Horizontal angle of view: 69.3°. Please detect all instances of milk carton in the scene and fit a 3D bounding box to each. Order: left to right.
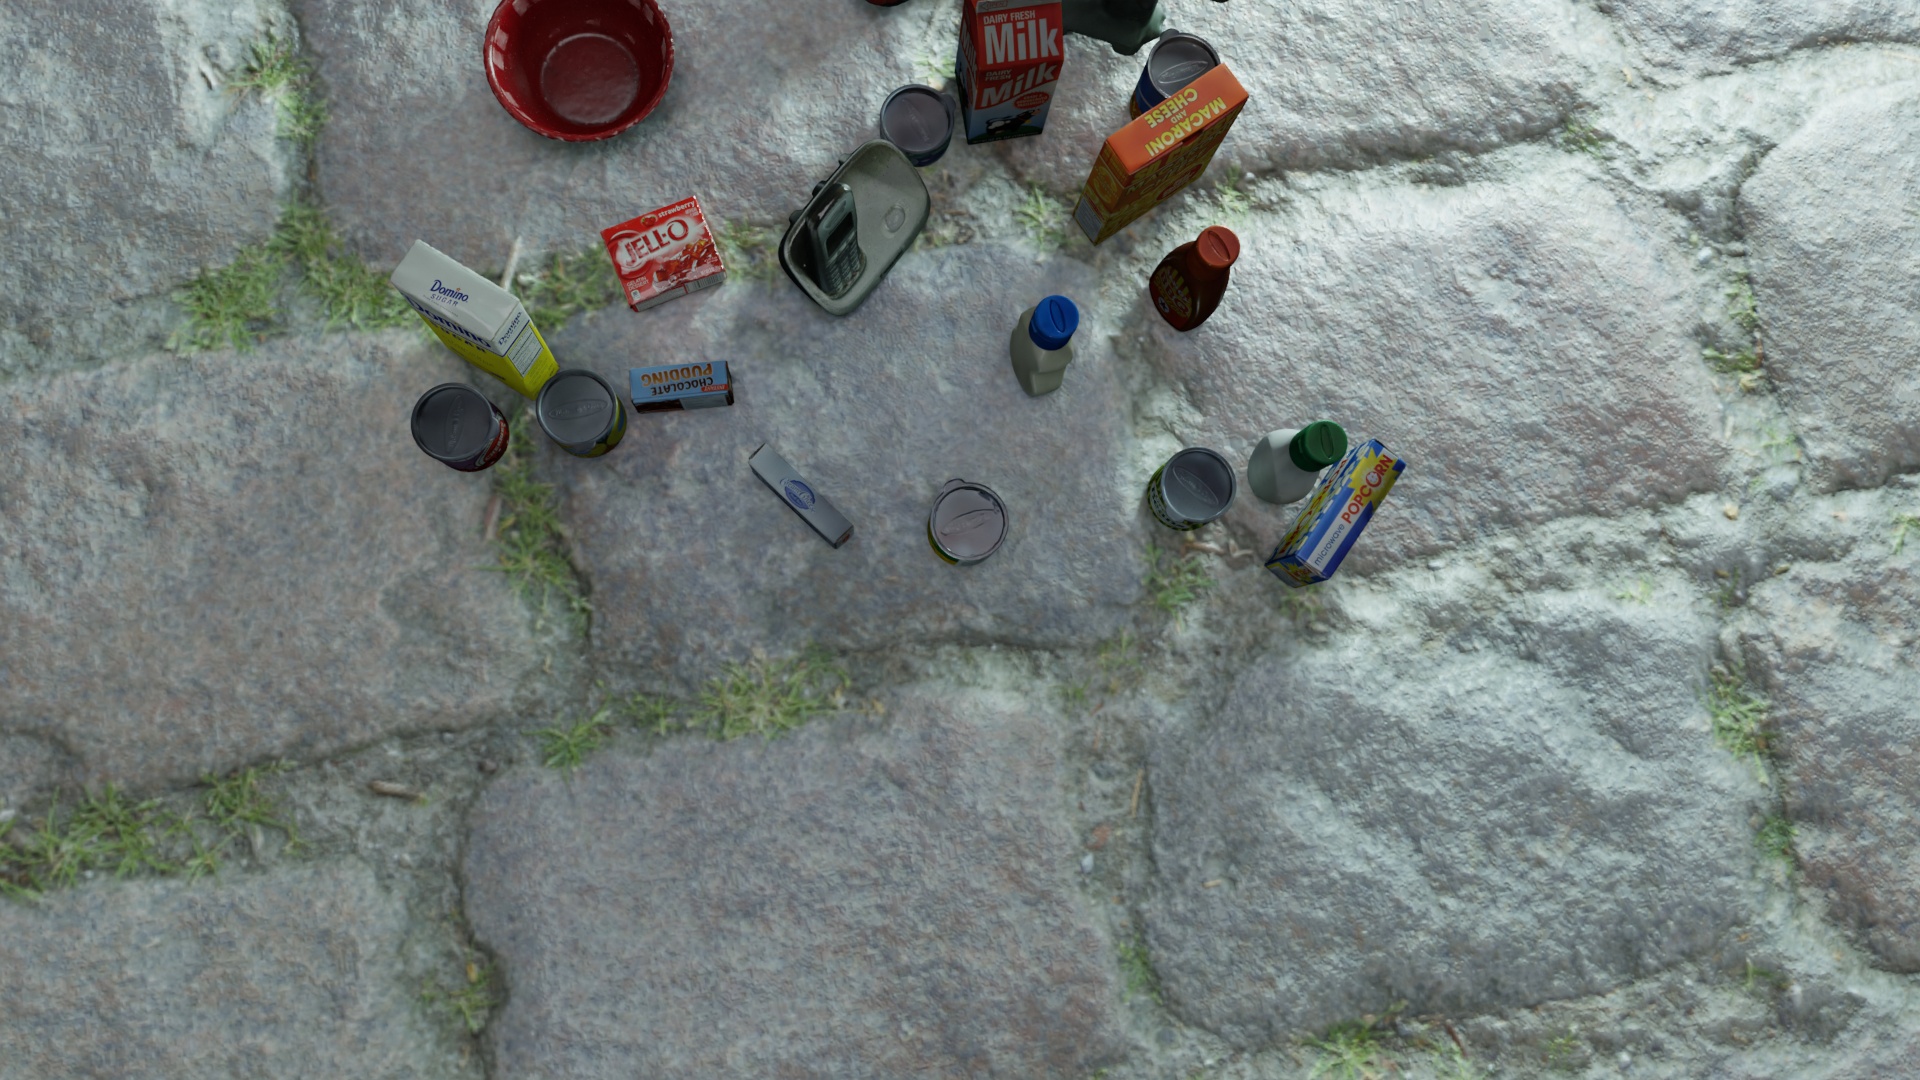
[{"bbox_3d":[0.040,-0.411,1.177,0.072,0.190,0.073,-9,83,-6],"label":"milk carton"}]

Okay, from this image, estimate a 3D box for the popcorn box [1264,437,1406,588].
[{"bbox_3d":[0.322,-0.021,1.198,0.038,0.085,0.127,36,81,1],"label":"popcorn box"}]

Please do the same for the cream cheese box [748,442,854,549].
[{"bbox_3d":[-0.135,-0.036,1.179,0.104,0.053,0.024,43,81,2],"label":"cream cheese box"}]

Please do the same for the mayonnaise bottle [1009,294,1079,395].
[{"bbox_3d":[0.071,-0.167,1.166,0.041,0.148,0.065,-17,84,-7],"label":"mayonnaise bottle"}]

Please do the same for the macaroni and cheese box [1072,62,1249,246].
[{"bbox_3d":[0.168,-0.325,1.187,0.124,0.166,0.040,-35,87,-8],"label":"macaroni and cheese box"}]

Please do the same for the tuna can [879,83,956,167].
[{"bbox_3d":[-0.038,-0.373,1.245,0.071,0.033,0.071,1,82,-5],"label":"tuna can"}]

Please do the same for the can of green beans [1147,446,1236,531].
[{"bbox_3d":[0.200,-0.044,1.205,0.071,0.057,0.071,1,82,-5],"label":"can of green beans"}]

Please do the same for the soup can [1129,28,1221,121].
[{"bbox_3d":[0.190,-0.406,1.242,0.071,0.083,0.071,1,82,-5],"label":"soup can"}]

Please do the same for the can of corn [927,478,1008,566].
[{"bbox_3d":[0.004,-0.015,1.185,0.071,0.058,0.071,1,82,-5],"label":"can of corn"}]

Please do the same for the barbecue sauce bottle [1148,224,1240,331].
[{"bbox_3d":[0.202,-0.227,1.185,0.044,0.148,0.065,-31,86,-8],"label":"barbecue sauce bottle"}]

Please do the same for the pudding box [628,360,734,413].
[{"bbox_3d":[-0.238,-0.131,1.185,0.084,0.049,0.030,-6,83,-6],"label":"pudding box"}]

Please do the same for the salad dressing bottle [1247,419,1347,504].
[{"bbox_3d":[0.283,-0.068,1.170,0.044,0.147,0.064,-7,83,-5],"label":"salad dressing bottle"}]

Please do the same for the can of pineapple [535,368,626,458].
[{"bbox_3d":[-0.319,-0.104,1.171,0.071,0.058,0.071,1,82,-5],"label":"can of pineapple"}]

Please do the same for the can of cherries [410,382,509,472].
[{"bbox_3d":[-0.414,-0.092,1.161,0.071,0.058,0.071,1,82,-5],"label":"can of cherries"}]
